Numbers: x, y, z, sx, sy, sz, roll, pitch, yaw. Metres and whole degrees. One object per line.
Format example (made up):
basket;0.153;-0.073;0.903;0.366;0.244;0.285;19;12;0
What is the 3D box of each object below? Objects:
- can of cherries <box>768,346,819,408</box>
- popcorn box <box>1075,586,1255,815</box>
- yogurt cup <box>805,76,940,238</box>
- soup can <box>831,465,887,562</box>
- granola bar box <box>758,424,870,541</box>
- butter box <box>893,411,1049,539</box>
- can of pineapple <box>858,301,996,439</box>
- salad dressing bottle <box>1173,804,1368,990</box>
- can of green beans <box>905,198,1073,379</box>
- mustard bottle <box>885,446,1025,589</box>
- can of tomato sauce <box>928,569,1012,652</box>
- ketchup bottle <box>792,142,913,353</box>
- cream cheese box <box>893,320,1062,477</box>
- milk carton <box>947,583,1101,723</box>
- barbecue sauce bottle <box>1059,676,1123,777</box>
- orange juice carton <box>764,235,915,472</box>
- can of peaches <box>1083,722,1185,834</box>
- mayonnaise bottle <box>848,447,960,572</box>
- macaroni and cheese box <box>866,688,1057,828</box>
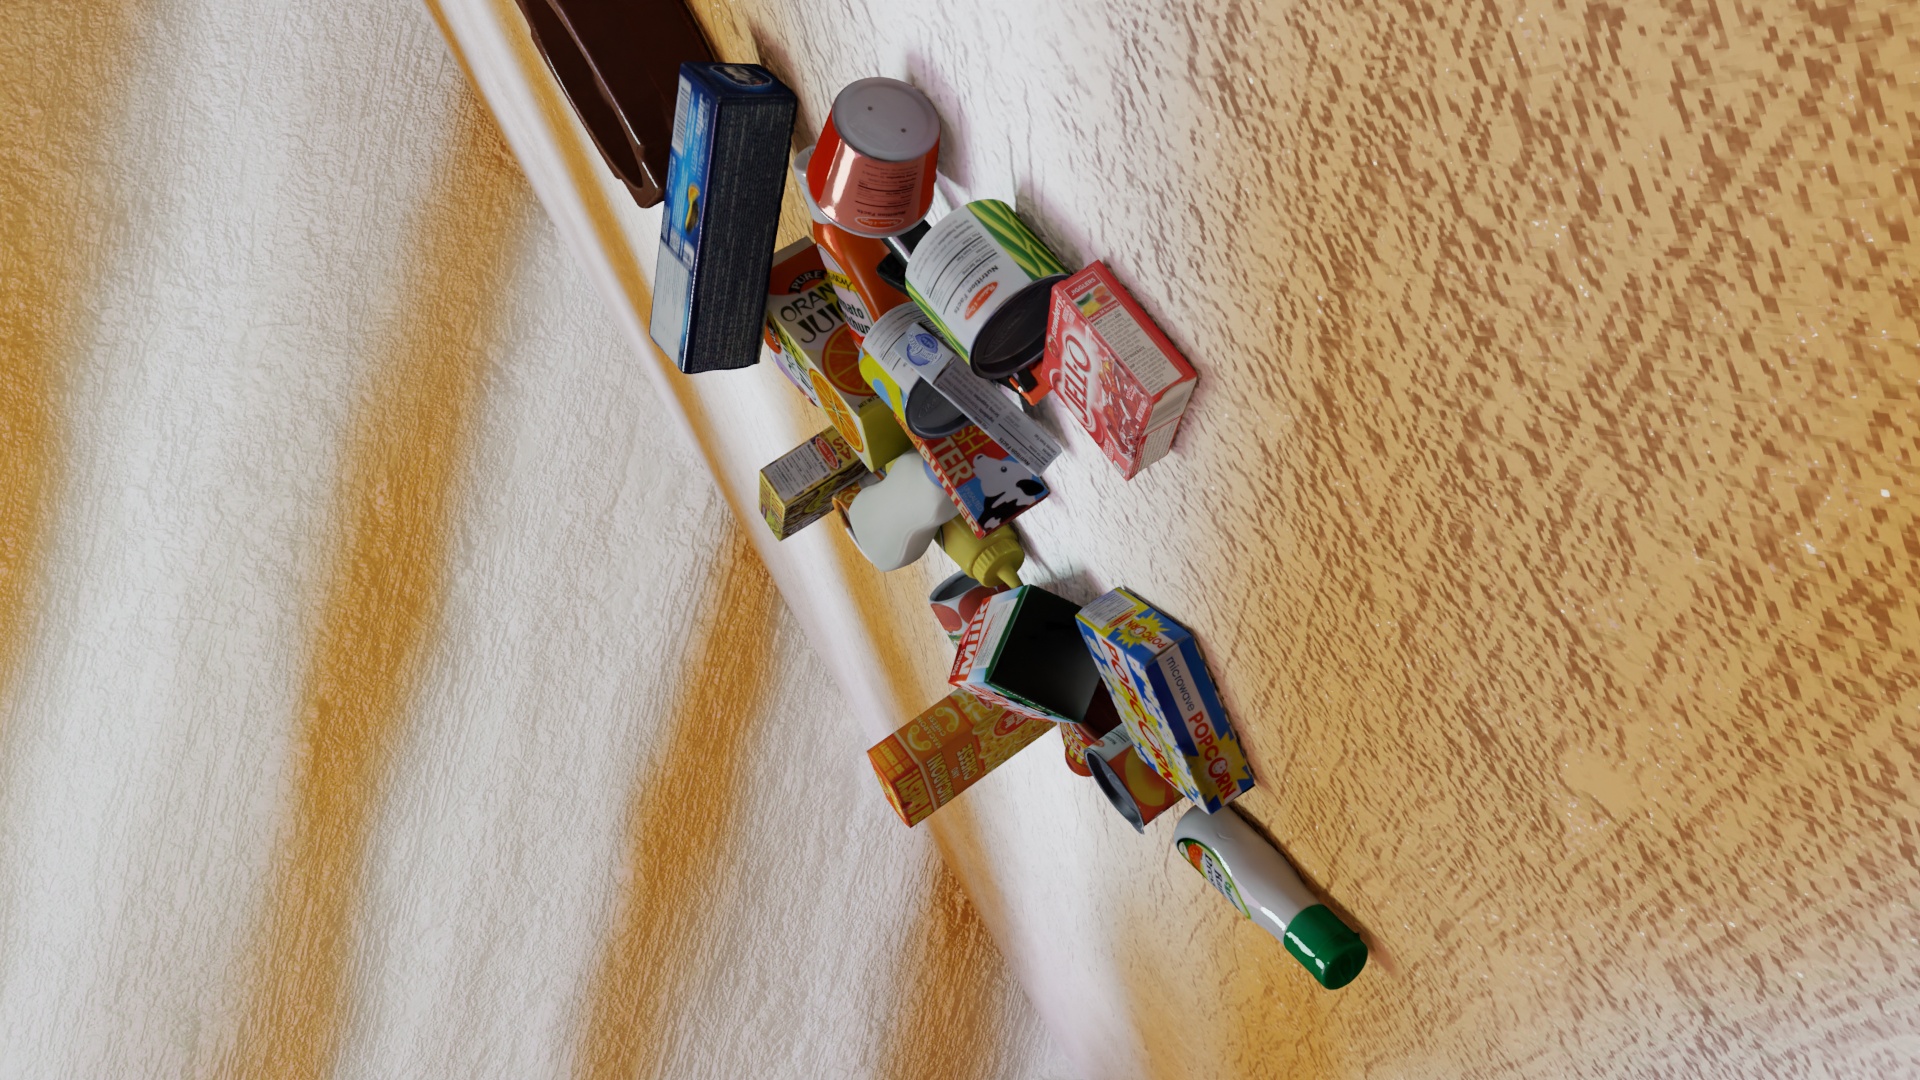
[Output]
can of cherries;-0.106;-0.143;1.085;0.058;0.071;0.071;47;164;32
popcorn box;0.126;0.098;0.859;0.085;0.038;0.126;35;155;59
yogurt cup;-0.042;-0.196;0.704;0.072;0.072;0.053;54;155;13
soup can;-0.052;-0.032;1.116;0.071;0.084;0.071;53;167;19
granola bar box;-0.108;-0.058;1.167;0.039;0.124;0.165;56;168;3
butter box;0.007;-0.057;0.896;0.103;0.053;0.024;55;165;6
can of pineapple;-0.020;-0.104;0.851;0.058;0.071;0.070;49;165;35
salad dressing bottle;0.197;0.225;0.892;0.148;0.044;0.064;41;159;51
can of green beans;0.015;-0.121;0.669;0.058;0.071;0.071;52;167;23
mustard bottle;0.004;-0.013;1.028;0.161;0.049;0.065;50;163;30
can of tomato sauce;0.020;0.068;1.120;0.083;0.071;0.071;61;167;-15
ketchup bottle;-0.064;-0.181;0.881;0.065;0.043;0.148;42;160;43
cream cheese box;0.011;-0.081;0.797;0.103;0.024;0.053;38;-174;-39
milk carton;0.045;0.084;0.999;0.072;0.073;0.190;25;170;-8
barbecue sauce bottle;0.102;0.148;1.067;0.065;0.044;0.148;52;167;18
orange juice carton;-0.090;-0.147;0.998;0.193;0.072;0.072;50;165;27
can of peaches;0.128;0.156;0.953;0.071;0.058;0.071;52;166;18
mayonnaise bottle;-0.026;-0.034;0.976;0.147;0.041;0.065;-41;73;50
macaroni and cheese box;0.006;0.171;1.207;0.040;0.167;0.123;49;166;27
